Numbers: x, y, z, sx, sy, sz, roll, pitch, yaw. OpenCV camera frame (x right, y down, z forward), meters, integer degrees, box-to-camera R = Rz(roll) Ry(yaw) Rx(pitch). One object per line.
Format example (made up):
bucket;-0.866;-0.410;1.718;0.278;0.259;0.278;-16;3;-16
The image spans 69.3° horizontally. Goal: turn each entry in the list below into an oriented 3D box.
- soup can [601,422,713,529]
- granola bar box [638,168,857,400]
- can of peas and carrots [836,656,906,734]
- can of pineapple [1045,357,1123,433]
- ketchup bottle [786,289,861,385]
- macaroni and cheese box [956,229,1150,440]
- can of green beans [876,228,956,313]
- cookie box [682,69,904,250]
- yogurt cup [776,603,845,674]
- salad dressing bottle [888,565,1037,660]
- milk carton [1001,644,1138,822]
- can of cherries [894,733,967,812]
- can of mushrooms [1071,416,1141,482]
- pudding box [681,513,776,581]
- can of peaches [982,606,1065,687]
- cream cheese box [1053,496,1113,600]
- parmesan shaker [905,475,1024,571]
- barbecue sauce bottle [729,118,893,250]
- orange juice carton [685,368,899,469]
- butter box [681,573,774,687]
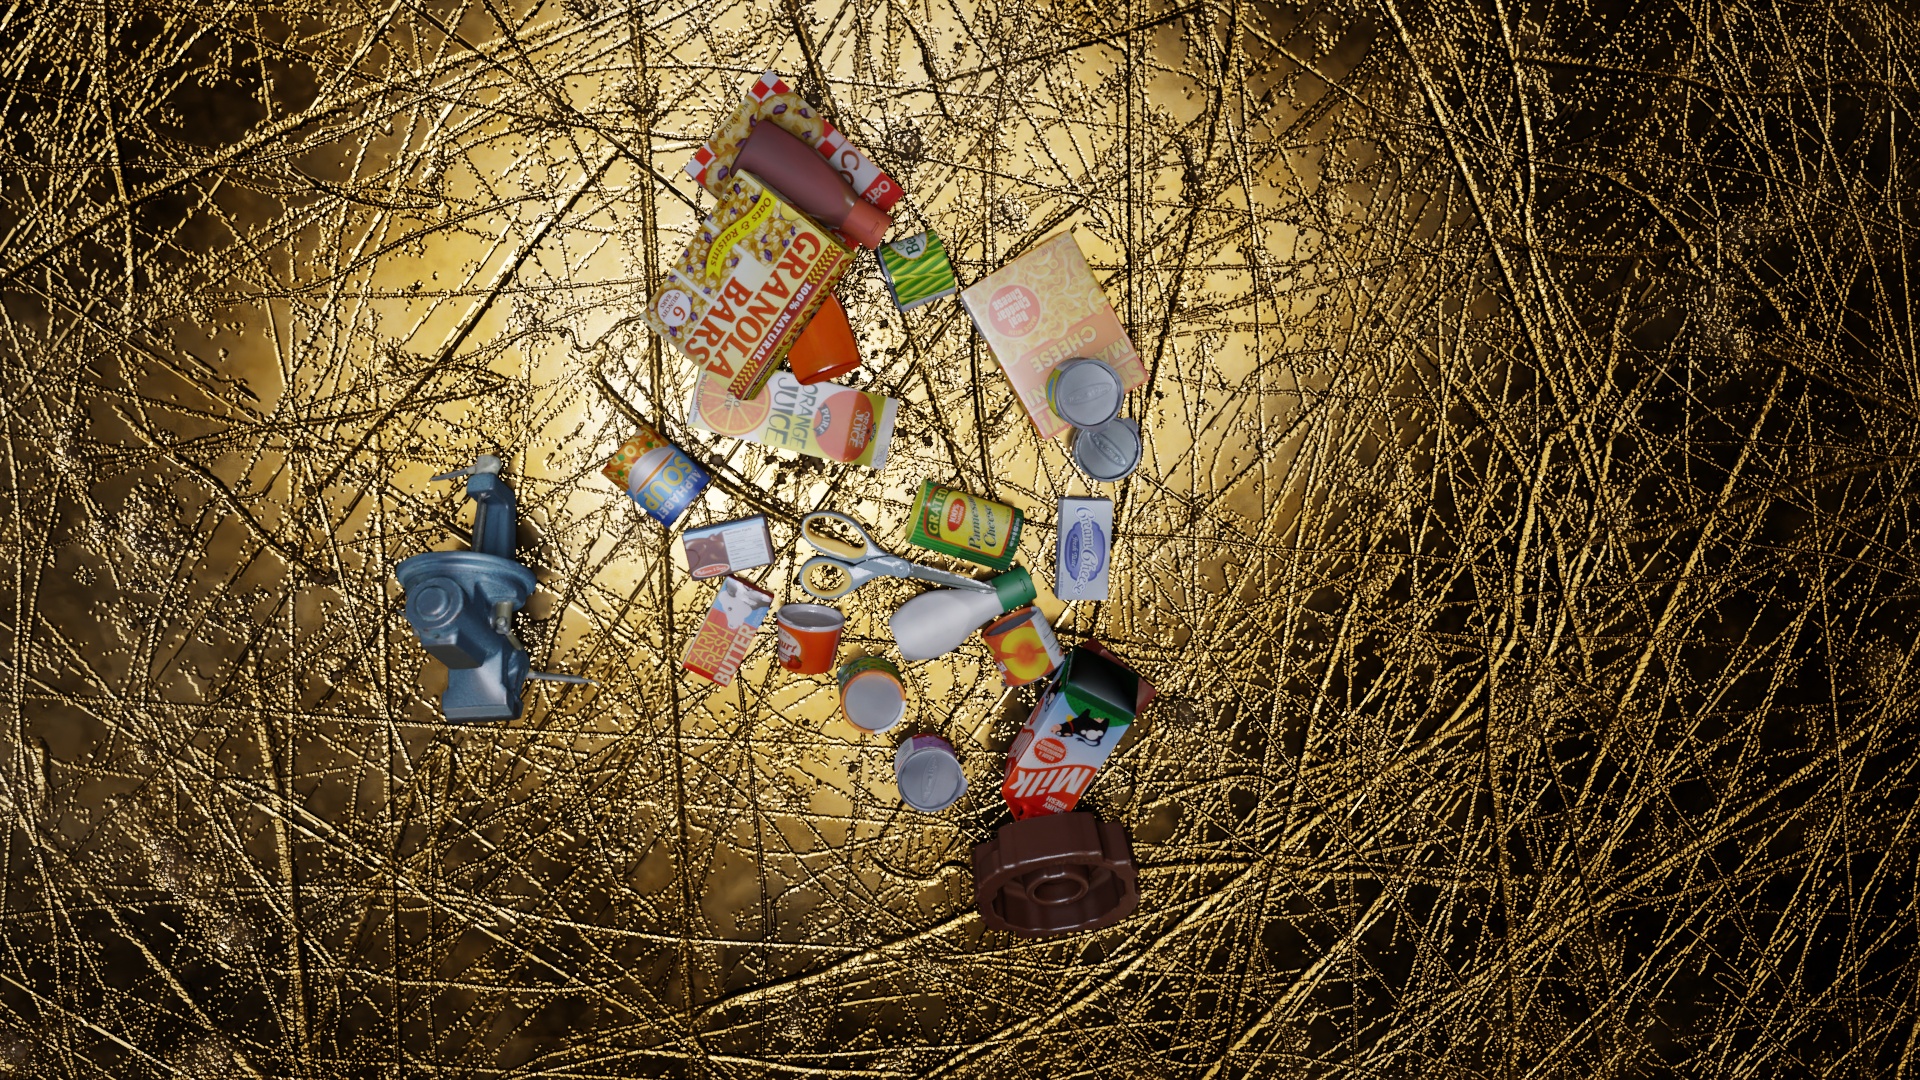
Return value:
soup can;-0.289;-0.062;1.324;0.083;0.071;0.071;41;93;-10
granola bar box;-0.190;-0.226;1.238;0.124;0.039;0.165;39;103;8
can of peas and carrots;-0.090;0.153;1.384;0.071;0.059;0.071;-1;99;-6
can of pineapple;0.117;-0.139;1.320;0.071;0.058;0.071;-1;99;-5
ketchup bottle;-0.143;-0.220;1.274;0.065;0.043;0.149;-20;87;-1
macaroni and cheese box;0.092;-0.200;1.359;0.124;0.040;0.166;-30;100;0
can of green beans;-0.042;-0.257;1.323;0.058;0.071;0.071;-21;101;-3
cookie box;-0.156;-0.338;1.311;0.167;0.040;0.123;41;93;-10
yogurt cup;-0.149;0.098;1.368;0.072;0.072;0.053;6;106;-7
salad dressing bottle;0.003;0.071;1.390;0.148;0.044;0.064;-23;88;-3
milk carton;0.098;0.205;1.372;0.073;0.073;0.189;27;119;-5
can of cherries;-0.030;0.235;1.403;0.071;0.058;0.071;-1;98;-6
can of mushrooms;0.147;-0.094;1.385;0.071;0.033;0.071;-1;99;-5
pudding box;-0.227;0.006;1.362;0.084;0.030;0.049;-13;101;-4
can of peaches;0.061;0.107;1.390;0.071;0.071;0.058;-26;101;-1
cream cheese box;0.124;0.008;1.403;0.053;0.024;0.103;1;99;-8
parmesan shaker;0.005;-0.017;1.366;0.103;0.071;0.071;16;97;-9
barbecue sauce bottle;-0.133;-0.320;1.273;0.148;0.044;0.065;31;96;-9
orange juice carton;-0.159;-0.123;1.327;0.193;0.073;0.071;13;95;-8
butter box;-0.230;0.089;1.377;0.053;0.024;0.103;27;95;-9
